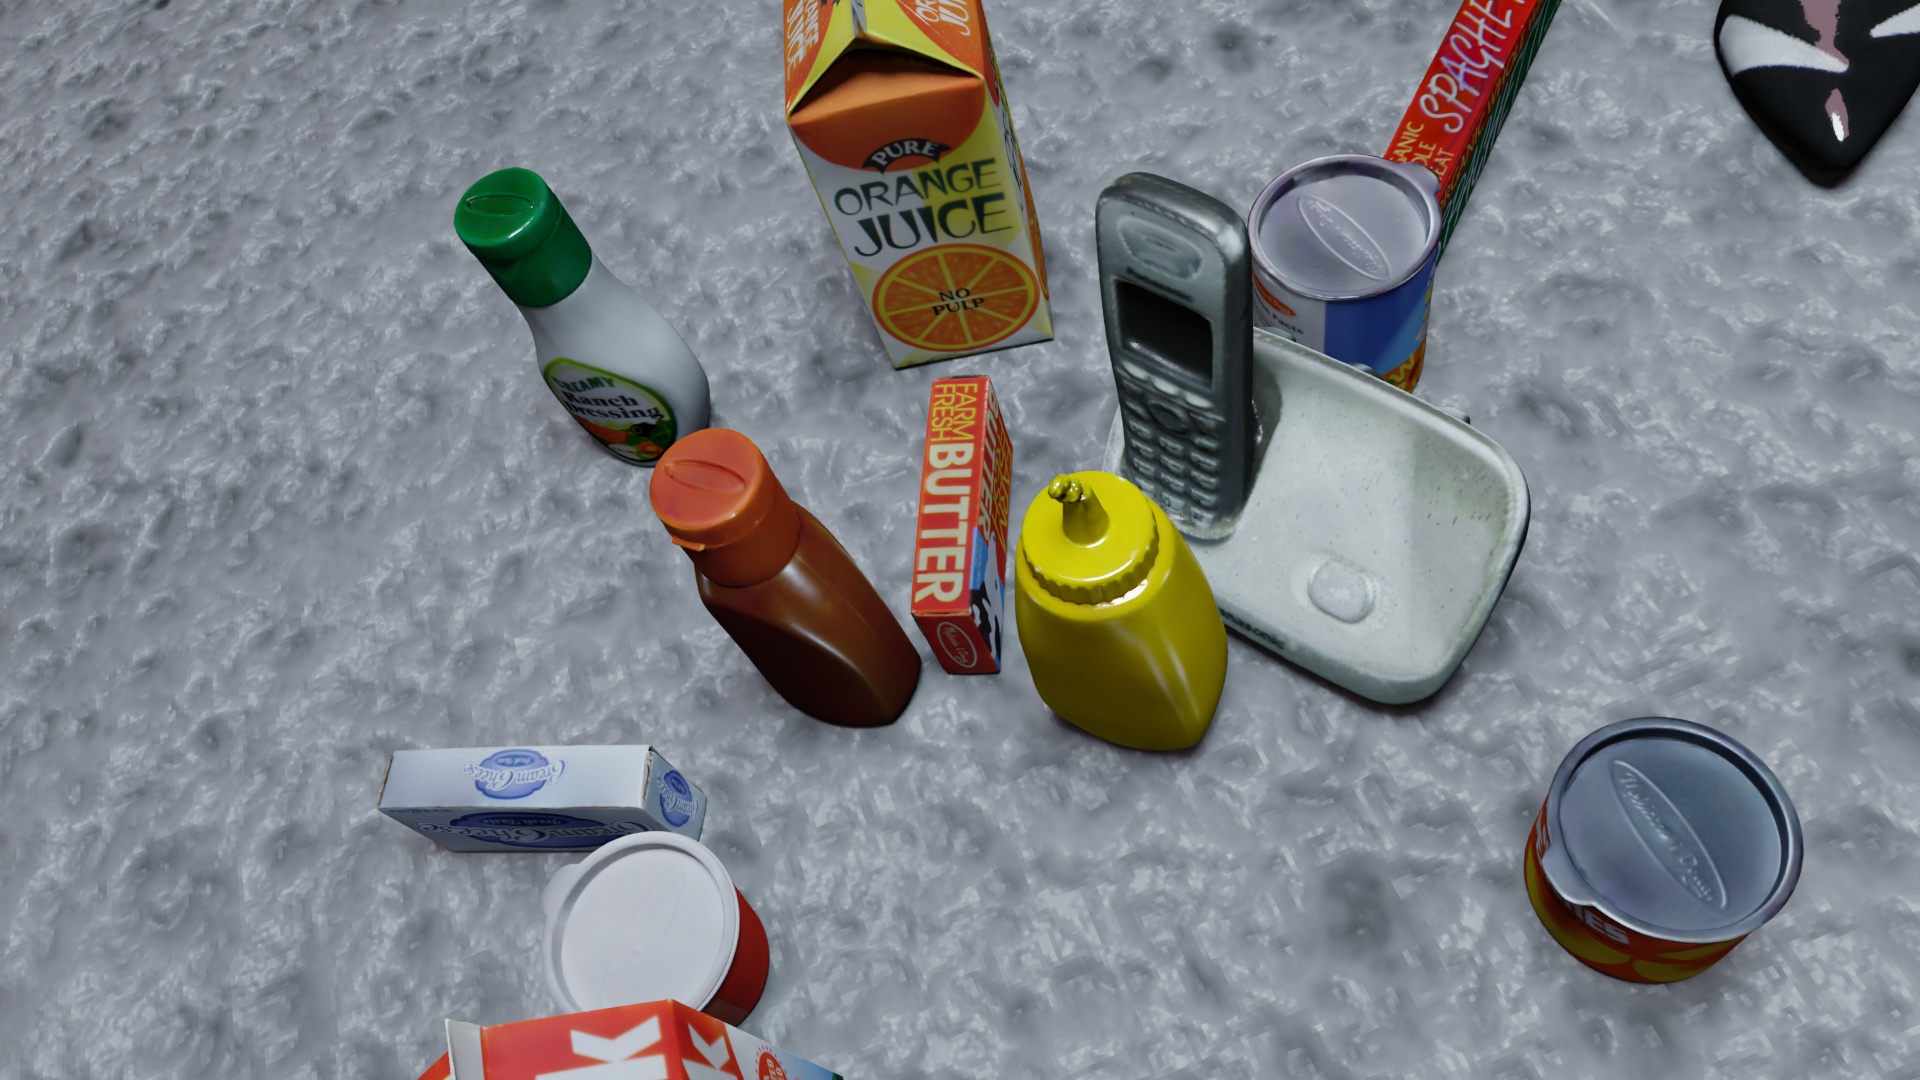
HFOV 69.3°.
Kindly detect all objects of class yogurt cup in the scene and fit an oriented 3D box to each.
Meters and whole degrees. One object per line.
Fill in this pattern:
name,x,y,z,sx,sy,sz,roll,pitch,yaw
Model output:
yogurt cup,-0.099,0.139,0.470,0.072,0.053,0.073,-6,60,11

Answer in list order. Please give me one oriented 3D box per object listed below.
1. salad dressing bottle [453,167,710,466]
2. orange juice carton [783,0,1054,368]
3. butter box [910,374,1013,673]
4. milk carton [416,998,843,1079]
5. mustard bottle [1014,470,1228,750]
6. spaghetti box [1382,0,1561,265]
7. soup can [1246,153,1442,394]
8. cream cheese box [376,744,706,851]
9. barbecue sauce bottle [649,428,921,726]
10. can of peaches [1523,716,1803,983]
salad dressing bottle,-0.148,-0.085,0.554,0.064,0.147,0.044,6,63,17
orange juice carton,-0.017,-0.154,0.534,0.073,0.192,0.072,-10,60,9
butter box,0.002,-0.007,0.528,0.024,0.053,0.104,-3,61,13
milk carton,-0.082,0.176,0.366,0.073,0.189,0.072,-20,59,3
mustard bottle,0.048,0.019,0.439,0.065,0.159,0.049,11,65,19
spaghetti box,0.227,-0.213,0.590,0.029,0.050,0.251,21,68,23
soup can,0.146,-0.093,0.523,0.071,0.083,0.071,-6,60,11
cream cheese box,-0.151,0.095,0.508,0.104,0.053,0.024,-3,61,12
barbecue sauce bottle,-0.060,0.016,0.474,0.065,0.148,0.044,16,67,22
can of peaches,0.205,0.095,0.417,0.071,0.058,0.071,-6,60,11
